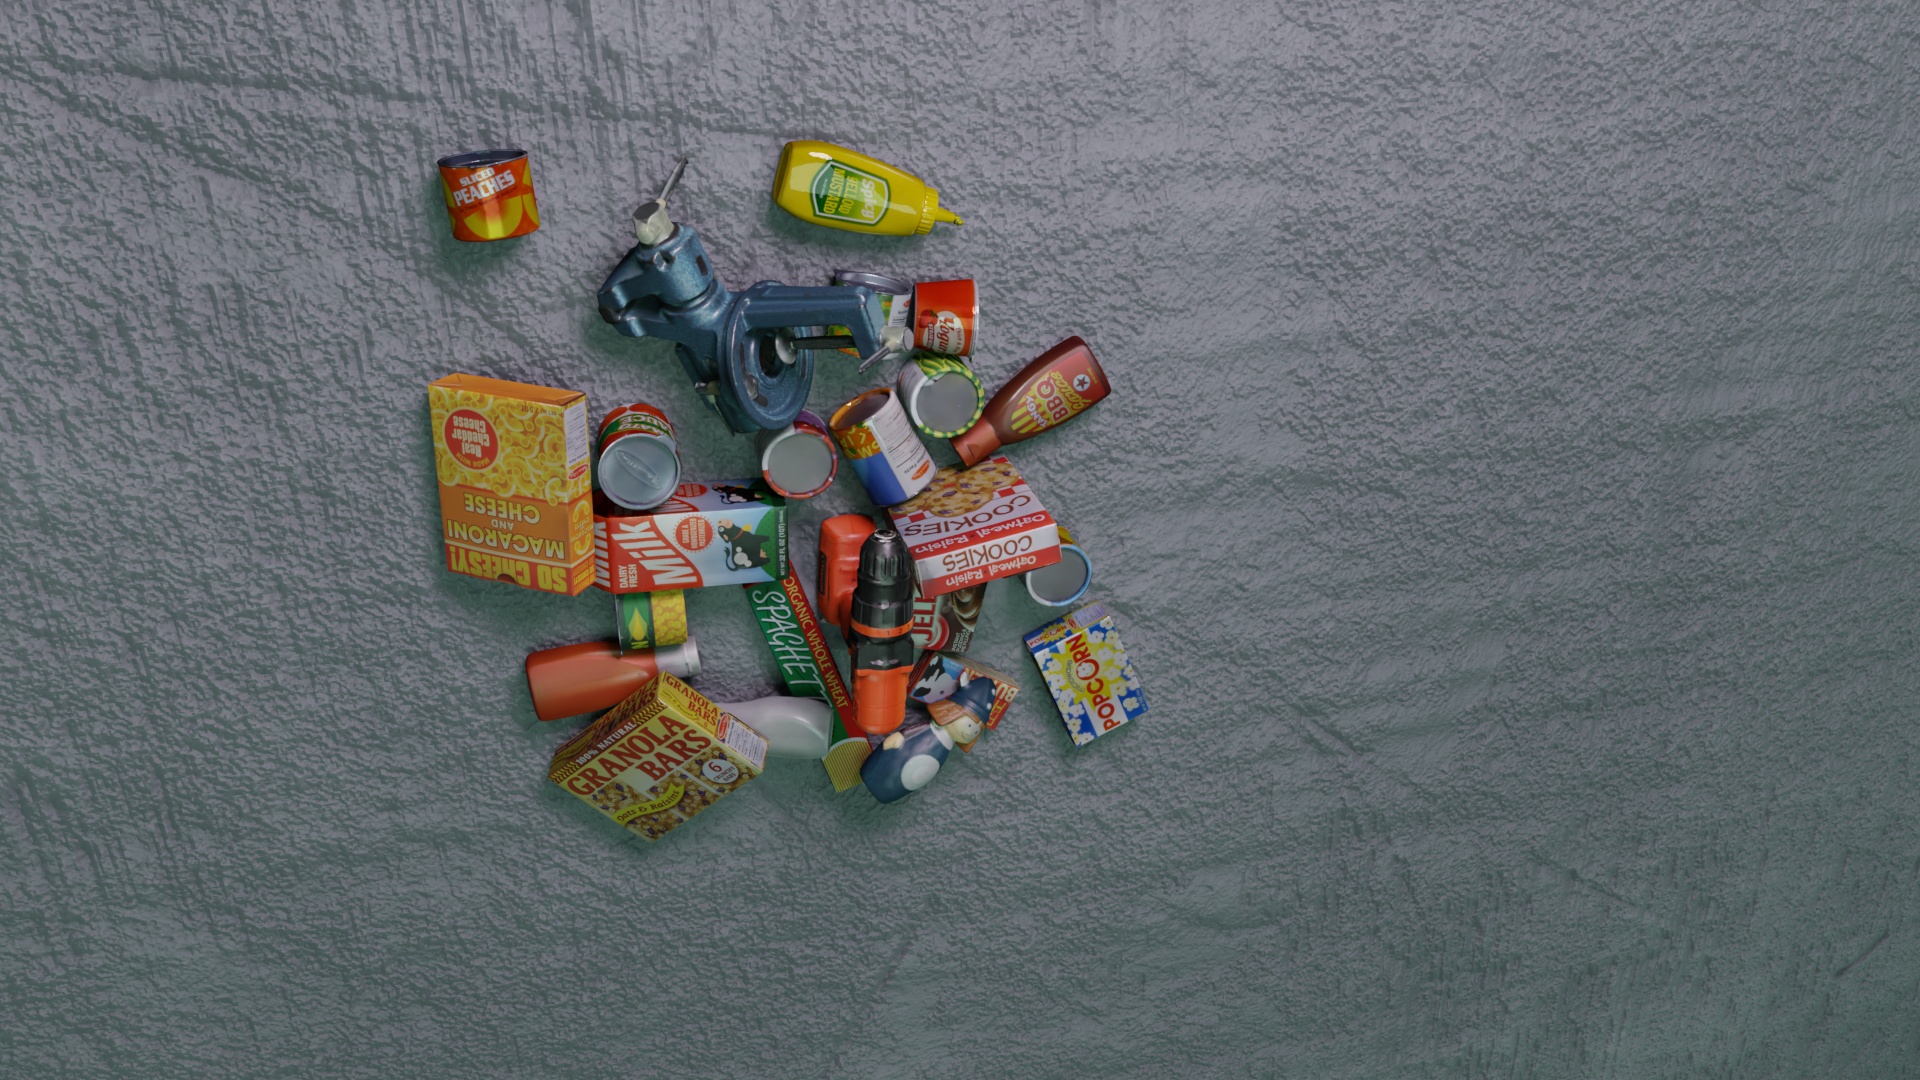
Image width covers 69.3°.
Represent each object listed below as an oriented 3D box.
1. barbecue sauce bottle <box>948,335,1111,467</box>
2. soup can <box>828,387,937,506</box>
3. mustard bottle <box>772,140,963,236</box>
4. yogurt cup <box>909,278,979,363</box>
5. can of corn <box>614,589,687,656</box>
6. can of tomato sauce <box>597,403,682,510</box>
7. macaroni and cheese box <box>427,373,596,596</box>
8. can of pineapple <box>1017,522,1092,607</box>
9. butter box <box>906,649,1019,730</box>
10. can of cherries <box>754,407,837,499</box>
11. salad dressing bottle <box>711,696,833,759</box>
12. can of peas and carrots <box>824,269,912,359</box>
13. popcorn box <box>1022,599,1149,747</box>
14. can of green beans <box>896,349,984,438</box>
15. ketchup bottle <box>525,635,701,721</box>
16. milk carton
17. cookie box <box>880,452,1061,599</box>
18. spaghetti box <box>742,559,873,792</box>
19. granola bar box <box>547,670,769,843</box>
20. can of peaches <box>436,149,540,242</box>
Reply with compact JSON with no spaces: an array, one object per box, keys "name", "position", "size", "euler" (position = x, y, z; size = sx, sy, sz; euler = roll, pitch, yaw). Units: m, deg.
[{"name":"barbecue sauce bottle","position":[0.059,-0.120,1.248],"size":[0.148,0.044,0.064],"euler":[-33,119,1]},{"name":"soup can","position":[-0.070,-0.082,1.218],"size":[0.071,0.071,0.083],"euler":[-30,117,-1]},{"name":"mustard bottle","position":[-0.070,-0.281,1.137],"size":[0.160,0.049,0.065],"euler":[9,112,-19]},{"name":"yogurt cup","position":[-0.015,-0.191,1.186],"size":[0.054,0.072,0.072],"euler":[2,113,-7]},{"name":"can of corn","position":[-0.272,0.063,1.222],"size":[0.058,0.071,0.071],"euler":[-6,115,-14]},{"name":"can of tomato sauce","position":[-0.267,-0.073,1.154],"size":[0.071,0.083,0.071],"euler":[-6,115,-13]},{"name":"macaroni and cheese box","position":[-0.364,-0.045,1.133],"size":[0.124,0.040,0.165],"euler":[10,114,15]},{"name":"can of pineapple","position":[0.086,0.021,1.309],"size":[0.071,0.058,0.070],"euler":[-6,114,-13]},{"name":"butter box","position":[0.002,0.144,1.358],"size":[0.103,0.024,0.053],"euler":[25,105,-24]},{"name":"can of cherries","position":[-0.140,-0.075,1.203],"size":[0.071,0.058,0.071],"euler":[-6,114,-13]},{"name":"salad dressing bottle","position":[-0.193,0.170,1.285],"size":[0.148,0.044,0.064],"euler":[5,131,0]},{"name":"can of peas and carrots","position":[-0.080,-0.190,1.167],"size":[0.071,0.071,0.058],"euler":[6,112,-18]},{"name":"popcorn box","position":[0.126,0.134,1.381],"size":[0.085,0.038,0.126],"euler":[-26,117,-3]},{"name":"can of green beans","position":[-0.017,-0.129,1.214],"size":[0.071,0.058,0.071],"euler":[-6,115,-13]},{"name":"ketchup bottle","position":[-0.310,0.118,1.249],"size":[0.149,0.044,0.064],"euler":[-11,118,-11]},{"name":"milk carton","position":[-0.247,-0.004,1.196],"size":[0.191,0.074,0.072],"euler":[-5,114,-13]},{"name":"cookie box","position":[0.004,-0.015,1.208],"size":[0.123,0.168,0.040],"euler":[-15,117,-8]},{"name":"spaghetti box","position":[-0.139,0.130,1.310],"size":[0.050,0.029,0.249],"euler":[-23,117,-6]},{"name":"granola bar box","position":[-0.274,0.198,1.261],"size":[0.165,0.039,0.124],"euler":[-35,119,29]},{"name":"can of peaches","position":[-0.357,-0.262,1.053],"size":[0.071,0.071,0.057],"euler":[-9,116,-12]}]
